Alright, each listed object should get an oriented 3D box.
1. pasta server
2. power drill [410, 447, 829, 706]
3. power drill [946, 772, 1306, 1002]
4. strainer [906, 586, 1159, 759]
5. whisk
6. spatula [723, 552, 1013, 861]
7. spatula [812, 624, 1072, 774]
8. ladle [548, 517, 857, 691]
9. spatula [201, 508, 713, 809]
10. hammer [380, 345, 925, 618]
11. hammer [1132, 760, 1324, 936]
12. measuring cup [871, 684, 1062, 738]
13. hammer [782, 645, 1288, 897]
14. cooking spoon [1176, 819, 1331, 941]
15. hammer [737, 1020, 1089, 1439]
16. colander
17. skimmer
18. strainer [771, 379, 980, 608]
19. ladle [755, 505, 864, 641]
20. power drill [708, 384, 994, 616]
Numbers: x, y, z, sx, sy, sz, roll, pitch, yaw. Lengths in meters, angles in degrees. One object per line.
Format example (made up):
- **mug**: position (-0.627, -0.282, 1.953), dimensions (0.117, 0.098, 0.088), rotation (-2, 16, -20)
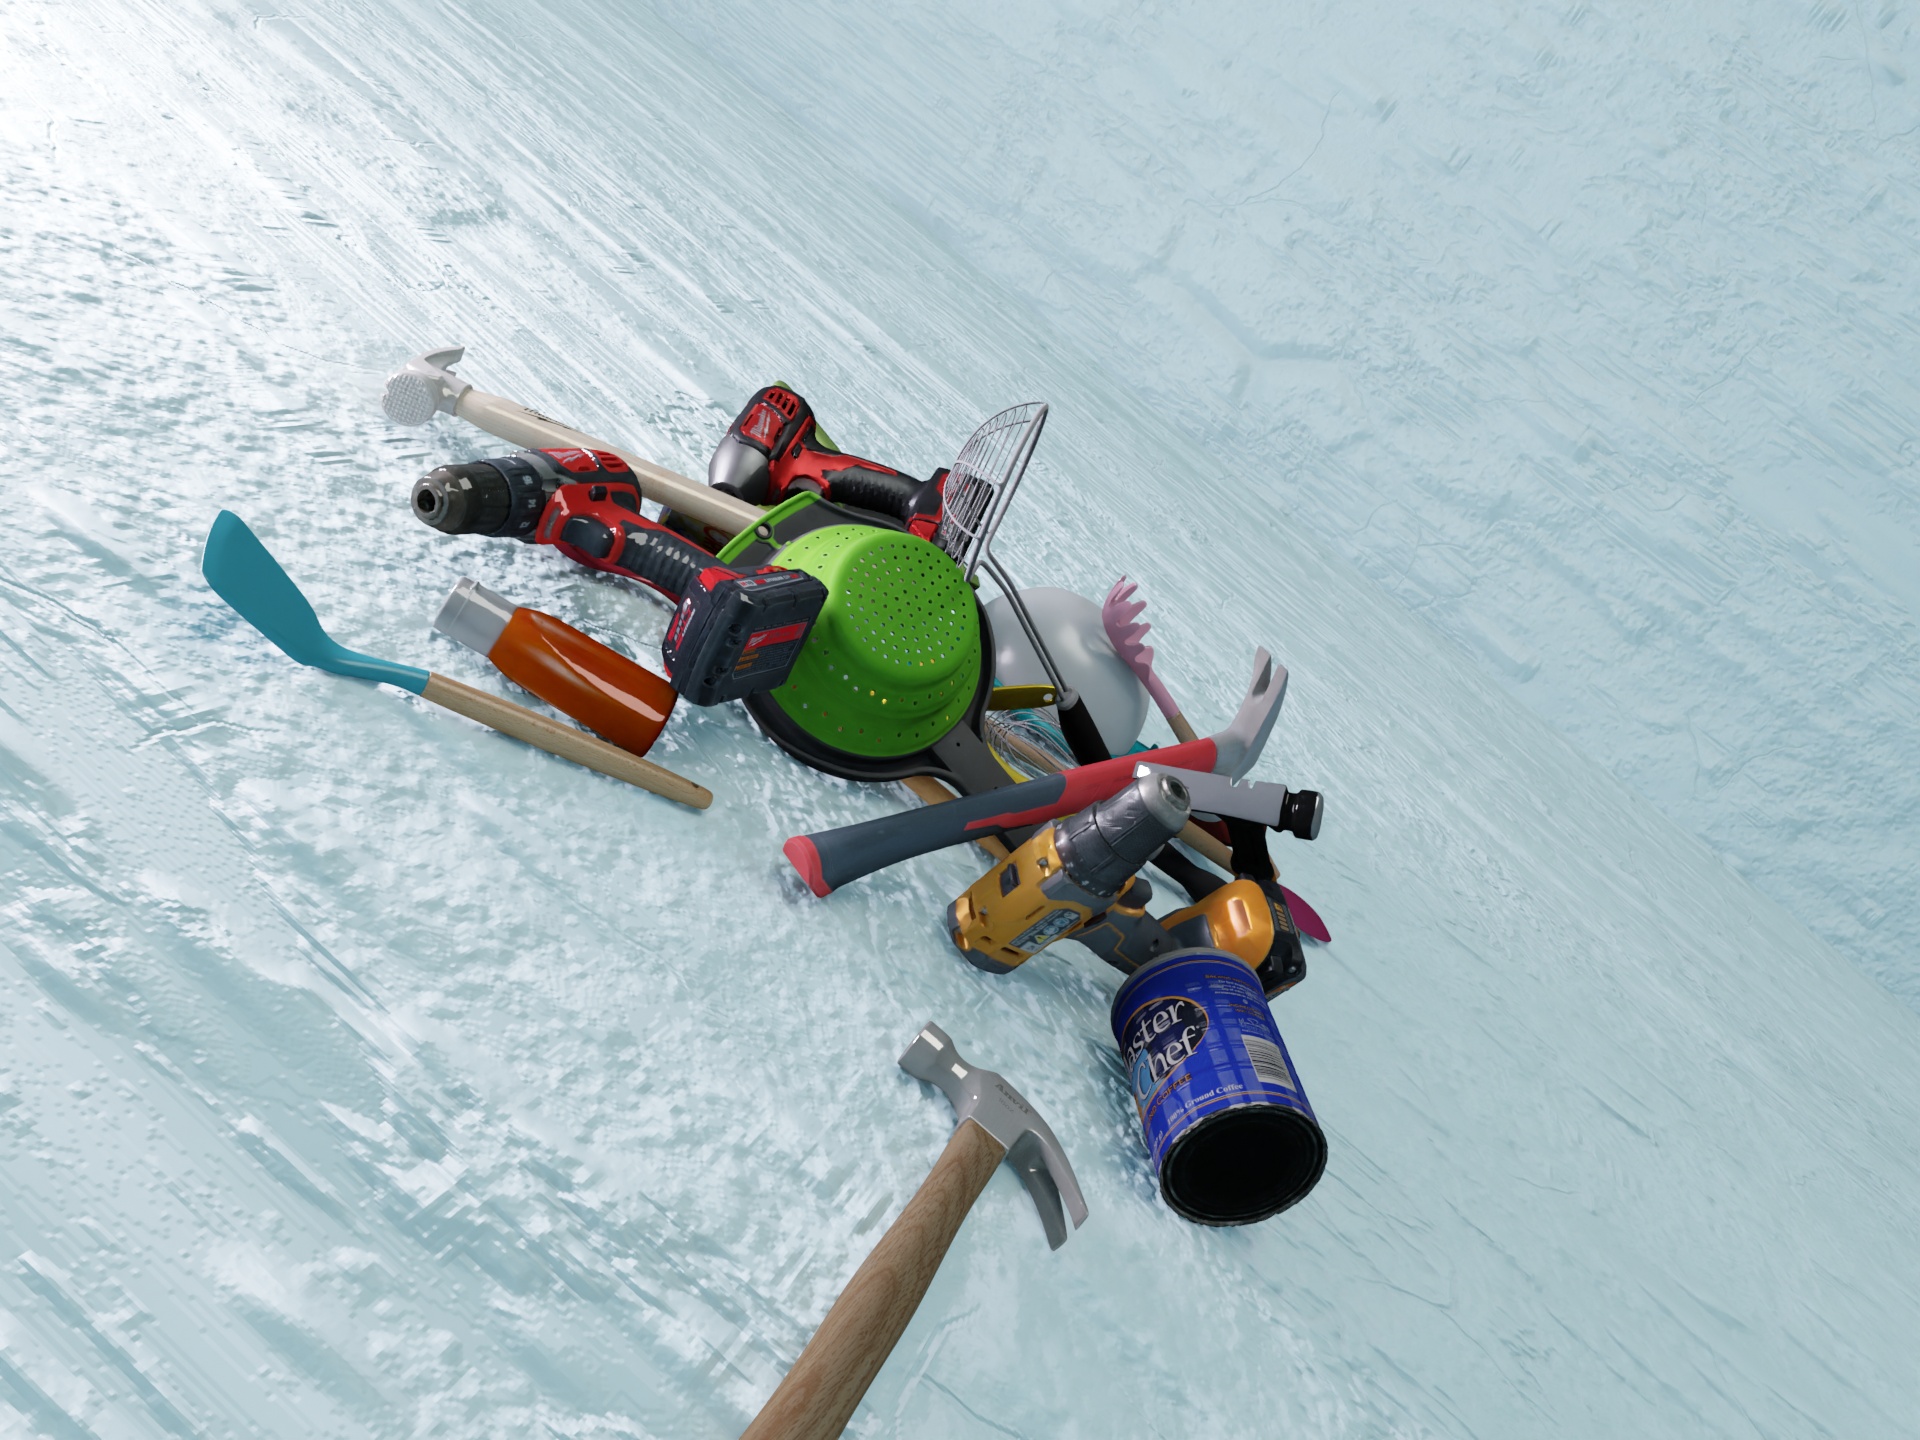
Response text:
- **pasta server**: position (0.210, 0.013, 1.421), dimensions (0.316, 0.040, 0.060), rotation (57, 22, -13)
- **power drill**: position (-0.218, -0.103, 1.015), dimensions (0.227, 0.080, 0.188), rotation (34, 21, 15)
- **power drill**: position (0.130, 0.122, 1.047), dimensions (0.226, 0.185, 0.084), rotation (26, 38, -33)
- **strainer**: position (0.068, -0.062, 1.406), dimensions (0.211, 0.095, 0.340), rotation (48, 20, 25)
- **whisk**: position (0.130, 0.083, 1.296), dimensions (0.284, 0.070, 0.070), rotation (38, 22, -11)
- **spatula**: position (-0.066, 0.011, 1.153), dimensions (0.322, 0.041, 0.081), rotation (39, 64, -3)
- **spatula**: position (-0.036, -0.025, 1.302), dimensions (0.315, 0.018, 0.060), rotation (30, 20, -14)
- **ladle**: position (-0.179, -0.076, 1.179), dimensions (0.315, 0.031, 0.069), rotation (32, 25, -18)
- **spatula**: position (-0.274, -0.018, 0.901), dimensions (0.317, 0.044, 0.082), rotation (26, 22, -28)
- **hammer**: position (-0.215, -0.176, 1.196), dimensions (0.410, 0.038, 0.146), rotation (23, 19, -11)
- **hammer**: position (0.209, 0.114, 1.174), dimensions (0.127, 0.034, 0.336), rotation (9, -21, 19)
- **measuring cup**: position (0.005, -0.006, 1.197), dimensions (0.156, 0.062, 0.029), rotation (-5, 37, -5)
- **hammer**: position (0.060, 0.041, 1.057), dimensions (0.386, 0.143, 0.038), rotation (-12, 45, -35)
- **cooking spoon**: position (0.235, 0.124, 1.340), dimensions (0.318, 0.017, 0.069), rotation (33, 17, -44)
- **hammer**: position (-0.024, 0.257, 0.752), dimensions (0.130, 0.031, 0.331), rotation (39, 23, 6)
- **colander**: position (-0.002, -0.004, 1.117), dimensions (0.397, 0.094, 0.204), rotation (50, 61, -3)
- **skimmer**: position (0.079, -0.060, 1.135), dimensions (0.362, 0.090, 0.127), rotation (60, 40, -36)
- **strainer**: position (-0.103, -0.185, 1.413), dimensions (0.256, 0.069, 0.151), rotation (52, 30, 7)
- **ladle**: position (-0.127, -0.141, 1.321), dimensions (0.078, 0.062, 0.321), rotation (21, 25, -44)
- **power drill**: position (-0.096, -0.180, 1.295), dimensions (0.219, 0.078, 0.143), rotation (25, 47, -2)
